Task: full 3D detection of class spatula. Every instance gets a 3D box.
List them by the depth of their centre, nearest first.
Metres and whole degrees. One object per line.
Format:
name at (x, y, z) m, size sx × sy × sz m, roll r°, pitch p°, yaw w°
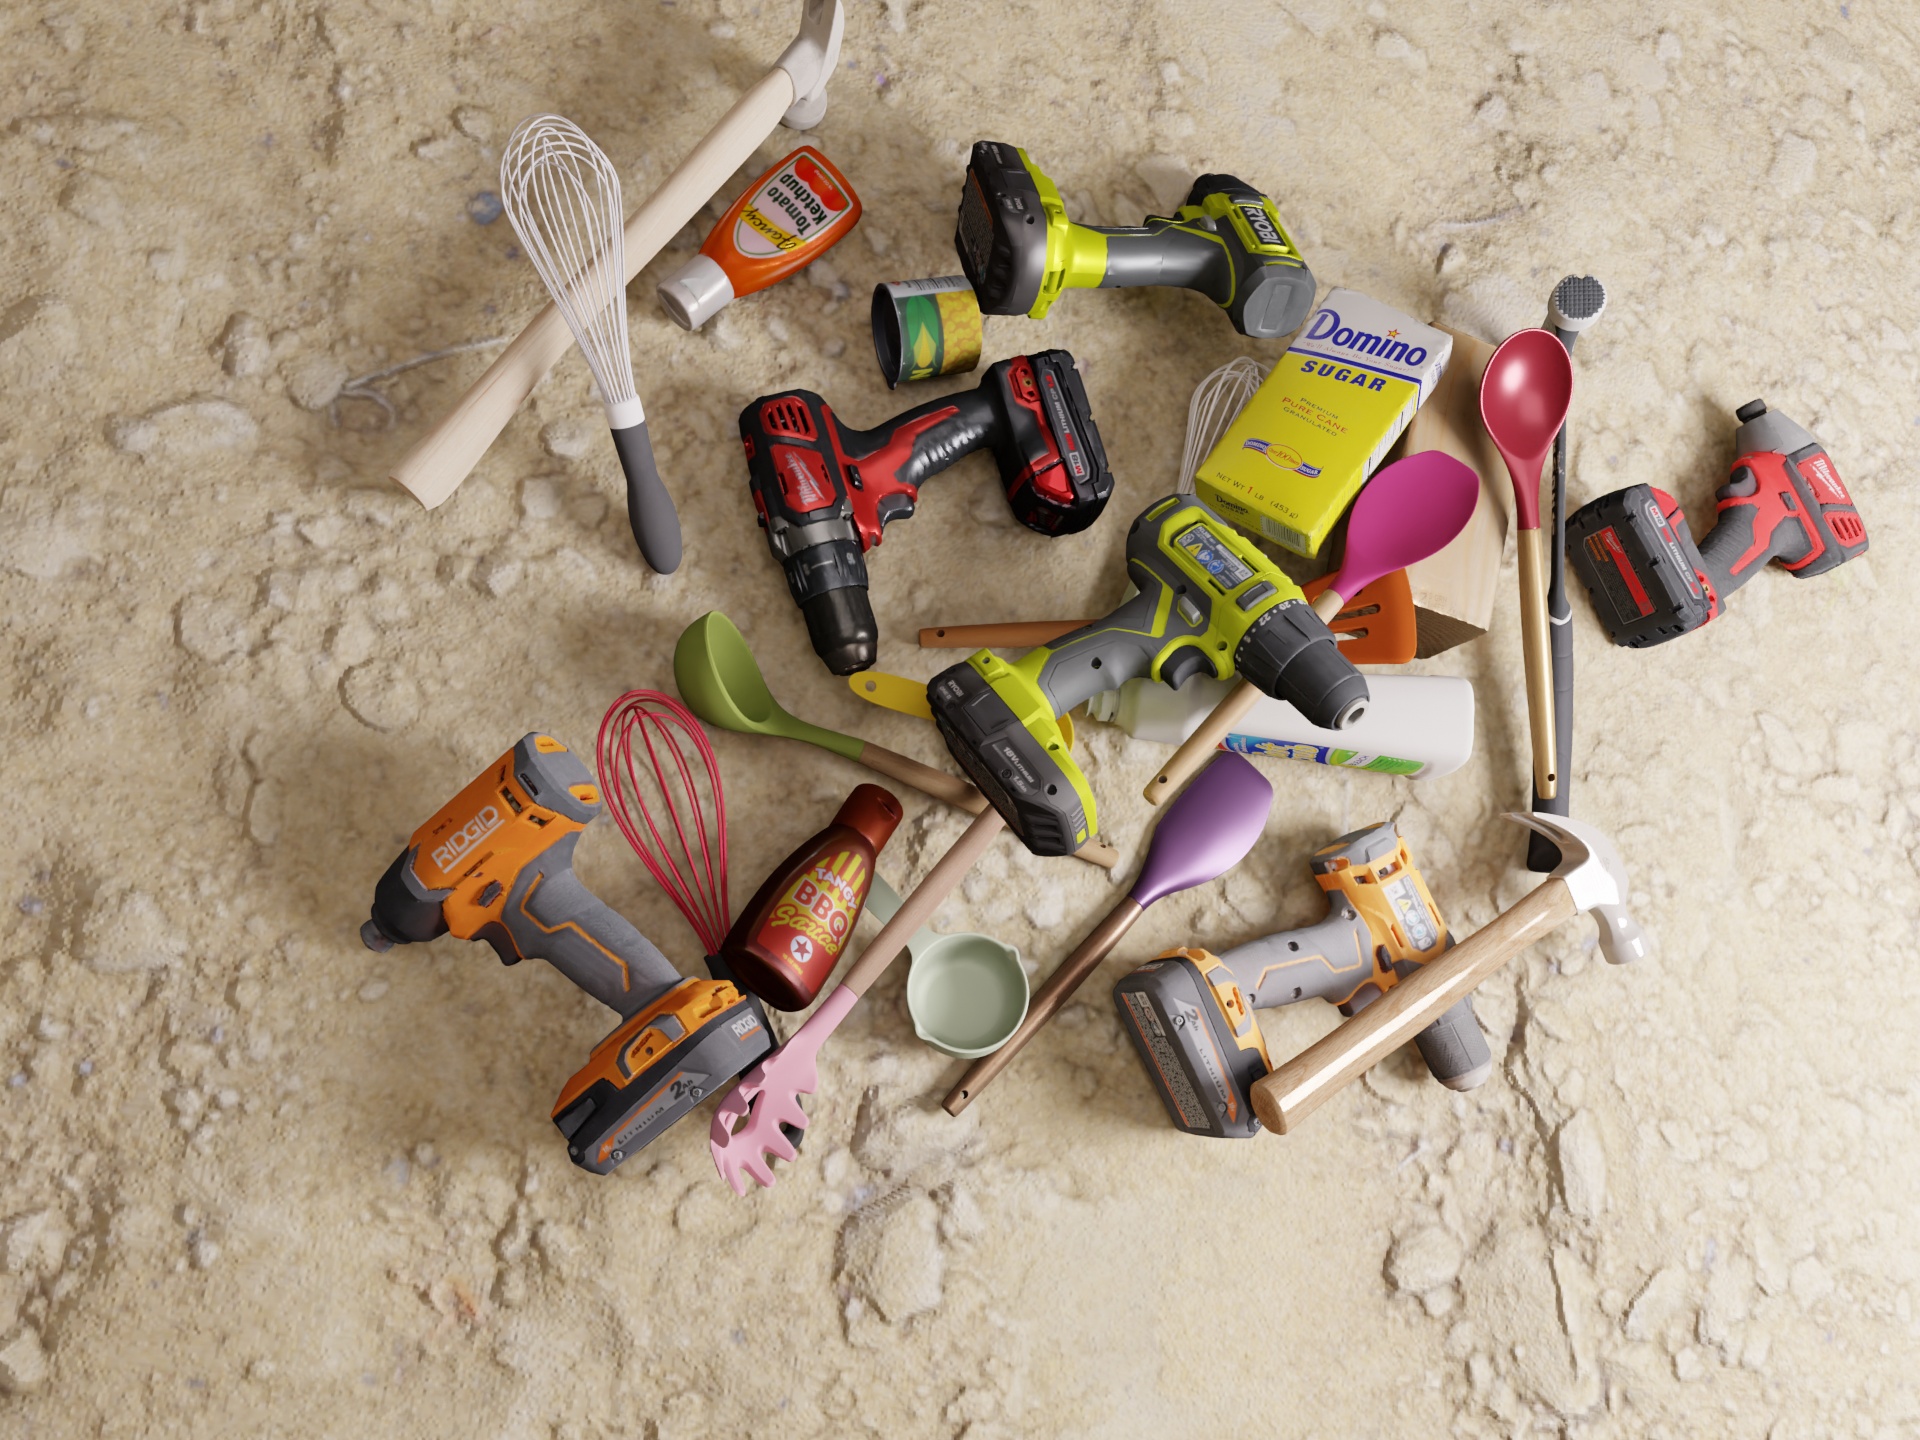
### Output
spatula at (0.100, 0.140, 1.043) m, size 0.060 × 0.018 × 0.316 m, roll 45°, pitch 71°, yaw 4°
spatula at (0.134, -0.064, 1.050) m, size 0.322 × 0.041 × 0.081 m, roll -2°, pitch 71°, yaw -1°

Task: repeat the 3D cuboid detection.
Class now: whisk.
whisk at (-0.210, -0.217, 0.956) m, size 0.070 × 0.070 × 0.284 m, roll -21°, pitch 120°, yaw -17°
whisk at (-0.152, 0.122, 0.966) m, size 0.073 × 0.073 × 0.296 m, roll -19°, pitch 90°, yaw -17°
whisk at (0.156, -0.148, 1.105) m, size 0.059 × 0.057 × 0.246 m, roll 19°, pitch 76°, yaw 26°

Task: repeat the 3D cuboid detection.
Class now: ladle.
ladle at (-0.035, 0.021, 1.016) m, size 0.320 × 0.078 × 0.062 m, roll 24°, pitch 117°, yaw -12°
ladle at (0.388, -0.103, 1.075) m, size 0.069 × 0.031 × 0.315 m, roll -6°, pitch 94°, yaw -9°

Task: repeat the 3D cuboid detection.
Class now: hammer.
hammer at (-0.213, -0.298, 1.004) m, size 0.038 × 0.146 × 0.411 m, roll 38°, pitch 77°, yaw -3°
hammer at (0.312, 0.163, 1.018) m, size 0.331 × 0.031 × 0.130 m, roll -27°, pitch 96°, yaw -26°
hammer at (0.423, -0.096, 1.134) m, size 0.036 × 0.149 × 0.409 m, roll 2°, pitch 87°, yaw 11°

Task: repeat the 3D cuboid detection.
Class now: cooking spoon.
cooking spoon at (0.224, -0.062, 1.021) m, size 0.069 × 0.017 × 0.319 m, roll 38°, pitch 75°, yaw 22°

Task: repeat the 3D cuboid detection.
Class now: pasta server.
pasta server at (-0.045, 0.146, 0.964) m, size 0.316 × 0.040 × 0.060 m, roll -49°, pitch 135°, yaw -19°

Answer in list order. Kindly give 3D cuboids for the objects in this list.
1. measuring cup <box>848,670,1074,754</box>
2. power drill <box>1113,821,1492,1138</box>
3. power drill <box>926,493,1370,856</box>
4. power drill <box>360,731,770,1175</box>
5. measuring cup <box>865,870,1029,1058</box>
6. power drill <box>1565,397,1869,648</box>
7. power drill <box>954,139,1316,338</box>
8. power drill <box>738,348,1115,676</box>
measuring cup at (-0.002, -0.003, 1.035) m, size 0.156 × 0.029 × 0.062 m, roll 17°, pitch 78°, yaw -16°
power drill at (0.234, 0.192, 1.037) m, size 0.226 × 0.084 × 0.185 m, roll -25°, pitch 87°, yaw -22°
power drill at (0.114, -0.020, 0.969) m, size 0.228 × 0.080 × 0.191 m, roll -34°, pitch 57°, yaw -10°
power drill at (-0.235, 0.142, 0.914) m, size 0.164 × 0.084 × 0.226 m, roll -39°, pitch 84°, yaw 9°
measuring cup at (-0.028, 0.143, 1.008) m, size 0.083 × 0.038 × 0.168 m, roll -40°, pitch 73°, yaw -19°
power drill at (0.570, -0.152, 1.194) m, size 0.219 × 0.078 × 0.143 m, roll -23°, pitch 85°, yaw -20°
power drill at (0.116, -0.336, 1.099) m, size 0.223 × 0.080 × 0.171 m, roll 0°, pitch 45°, yaw -15°
power drill at (-0.019, -0.140, 1.044) m, size 0.226 × 0.080 × 0.188 m, roll -15°, pitch 82°, yaw -13°
